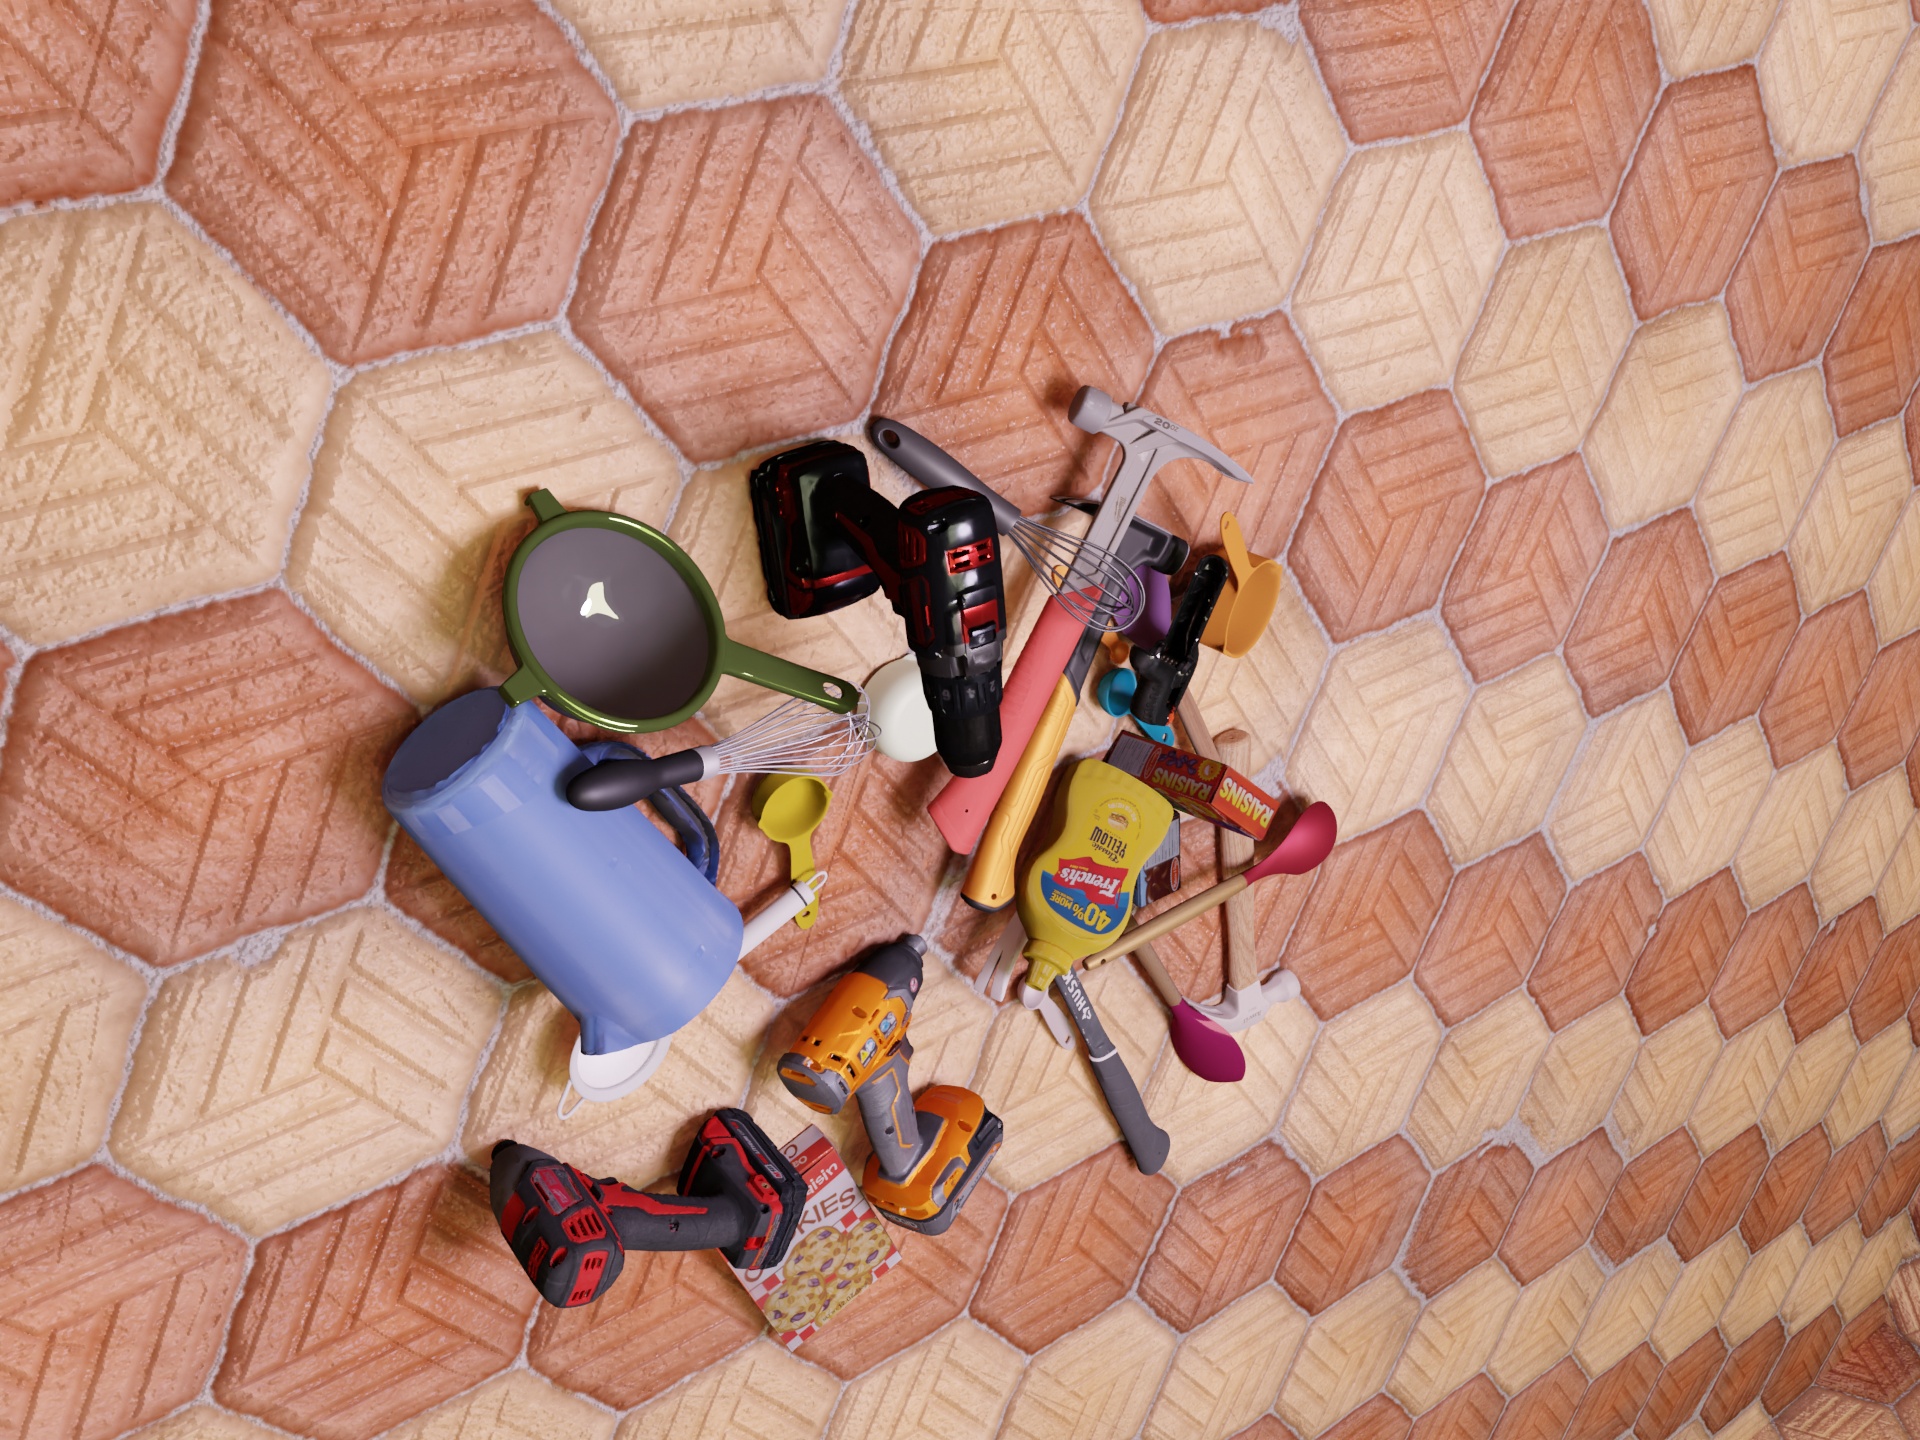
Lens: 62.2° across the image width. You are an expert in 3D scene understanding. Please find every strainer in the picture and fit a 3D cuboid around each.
[{"bbox_3d":[-0.188,-0.039,1.039,0.256,0.069,0.152,19,58,-34],"label":"strainer"},{"bbox_3d":[-0.199,0.193,1.172,0.258,0.050,0.086,-38,136,-16],"label":"strainer"}]

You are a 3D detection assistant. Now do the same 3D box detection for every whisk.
[{"bbox_3d":[0.034,-0.140,1.135,0.239,0.055,0.055,35,89,-12],"label":"whisk"},{"bbox_3d":[-0.151,0.024,1.066,0.284,0.070,0.070,-16,122,-53],"label":"whisk"}]

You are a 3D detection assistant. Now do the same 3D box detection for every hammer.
[{"bbox_3d":[0.123,0.297,1.451,0.149,0.036,0.408,-48,134,-26],"label":"hammer"},{"bbox_3d":[0.080,-0.061,1.202,0.149,0.037,0.359,24,96,-16],"label":"hammer"},{"bbox_3d":[0.070,-0.008,1.258,0.127,0.034,0.337,19,94,-34],"label":"hammer"},{"bbox_3d":[0.261,0.158,1.501,0.130,0.031,0.331,-24,123,-26],"label":"hammer"}]

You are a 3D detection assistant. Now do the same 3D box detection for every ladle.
[{"bbox_3d":[0.235,0.154,1.439,0.315,0.031,0.069,-24,121,-27],"label":"ladle"}]

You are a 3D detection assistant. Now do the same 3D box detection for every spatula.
[{"bbox_3d":[0.187,-0.028,1.353,0.060,0.018,0.315,-37,121,-15],"label":"spatula"}]

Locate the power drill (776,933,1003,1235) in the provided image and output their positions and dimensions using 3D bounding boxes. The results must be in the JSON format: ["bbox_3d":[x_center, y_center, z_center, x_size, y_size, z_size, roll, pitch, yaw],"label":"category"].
[{"bbox_3d":[-0.046,0.294,1.302,0.164,0.084,0.226,-51,131,-34],"label":"power drill"}]

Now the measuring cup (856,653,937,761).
[{"bbox_3d":[-0.002,-0.004,1.230,0.167,0.038,0.083,2,109,-38],"label":"measuring cup"}]

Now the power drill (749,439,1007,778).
[{"bbox_3d":[-0.045,-0.078,1.039,0.080,0.227,0.187,-22,122,-26],"label":"power drill"}]

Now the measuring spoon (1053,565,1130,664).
[{"bbox_3d":[0.104,-0.086,1.290,0.021,0.011,0.116,-51,127,-12],"label":"measuring spoon"}]

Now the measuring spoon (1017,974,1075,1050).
[{"bbox_3d":[0.077,0.263,1.432,0.034,0.018,0.124,-54,139,-22],"label":"measuring spoon"}]

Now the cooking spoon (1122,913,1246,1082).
[{"bbox_3d":[0.189,0.245,1.482,0.318,0.069,0.017,58,38,-32],"label":"cooking spoon"}]

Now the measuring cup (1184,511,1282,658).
[{"bbox_3d":[0.210,-0.122,1.293,0.095,0.052,0.173,-54,147,-16],"label":"measuring cup"}]

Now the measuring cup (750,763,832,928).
[{"bbox_3d":[-0.127,0.097,1.203,0.062,0.029,0.156,-23,134,-24],"label":"measuring cup"}]

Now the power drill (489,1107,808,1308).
[{"bbox_3d":[-0.235,0.352,1.170,0.219,0.143,0.078,7,111,-44],"label":"power drill"}]

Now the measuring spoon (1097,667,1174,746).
[{"bbox_3d":[0.148,-0.007,1.356,0.128,0.021,0.042,40,71,-49],"label":"measuring spoon"}]
